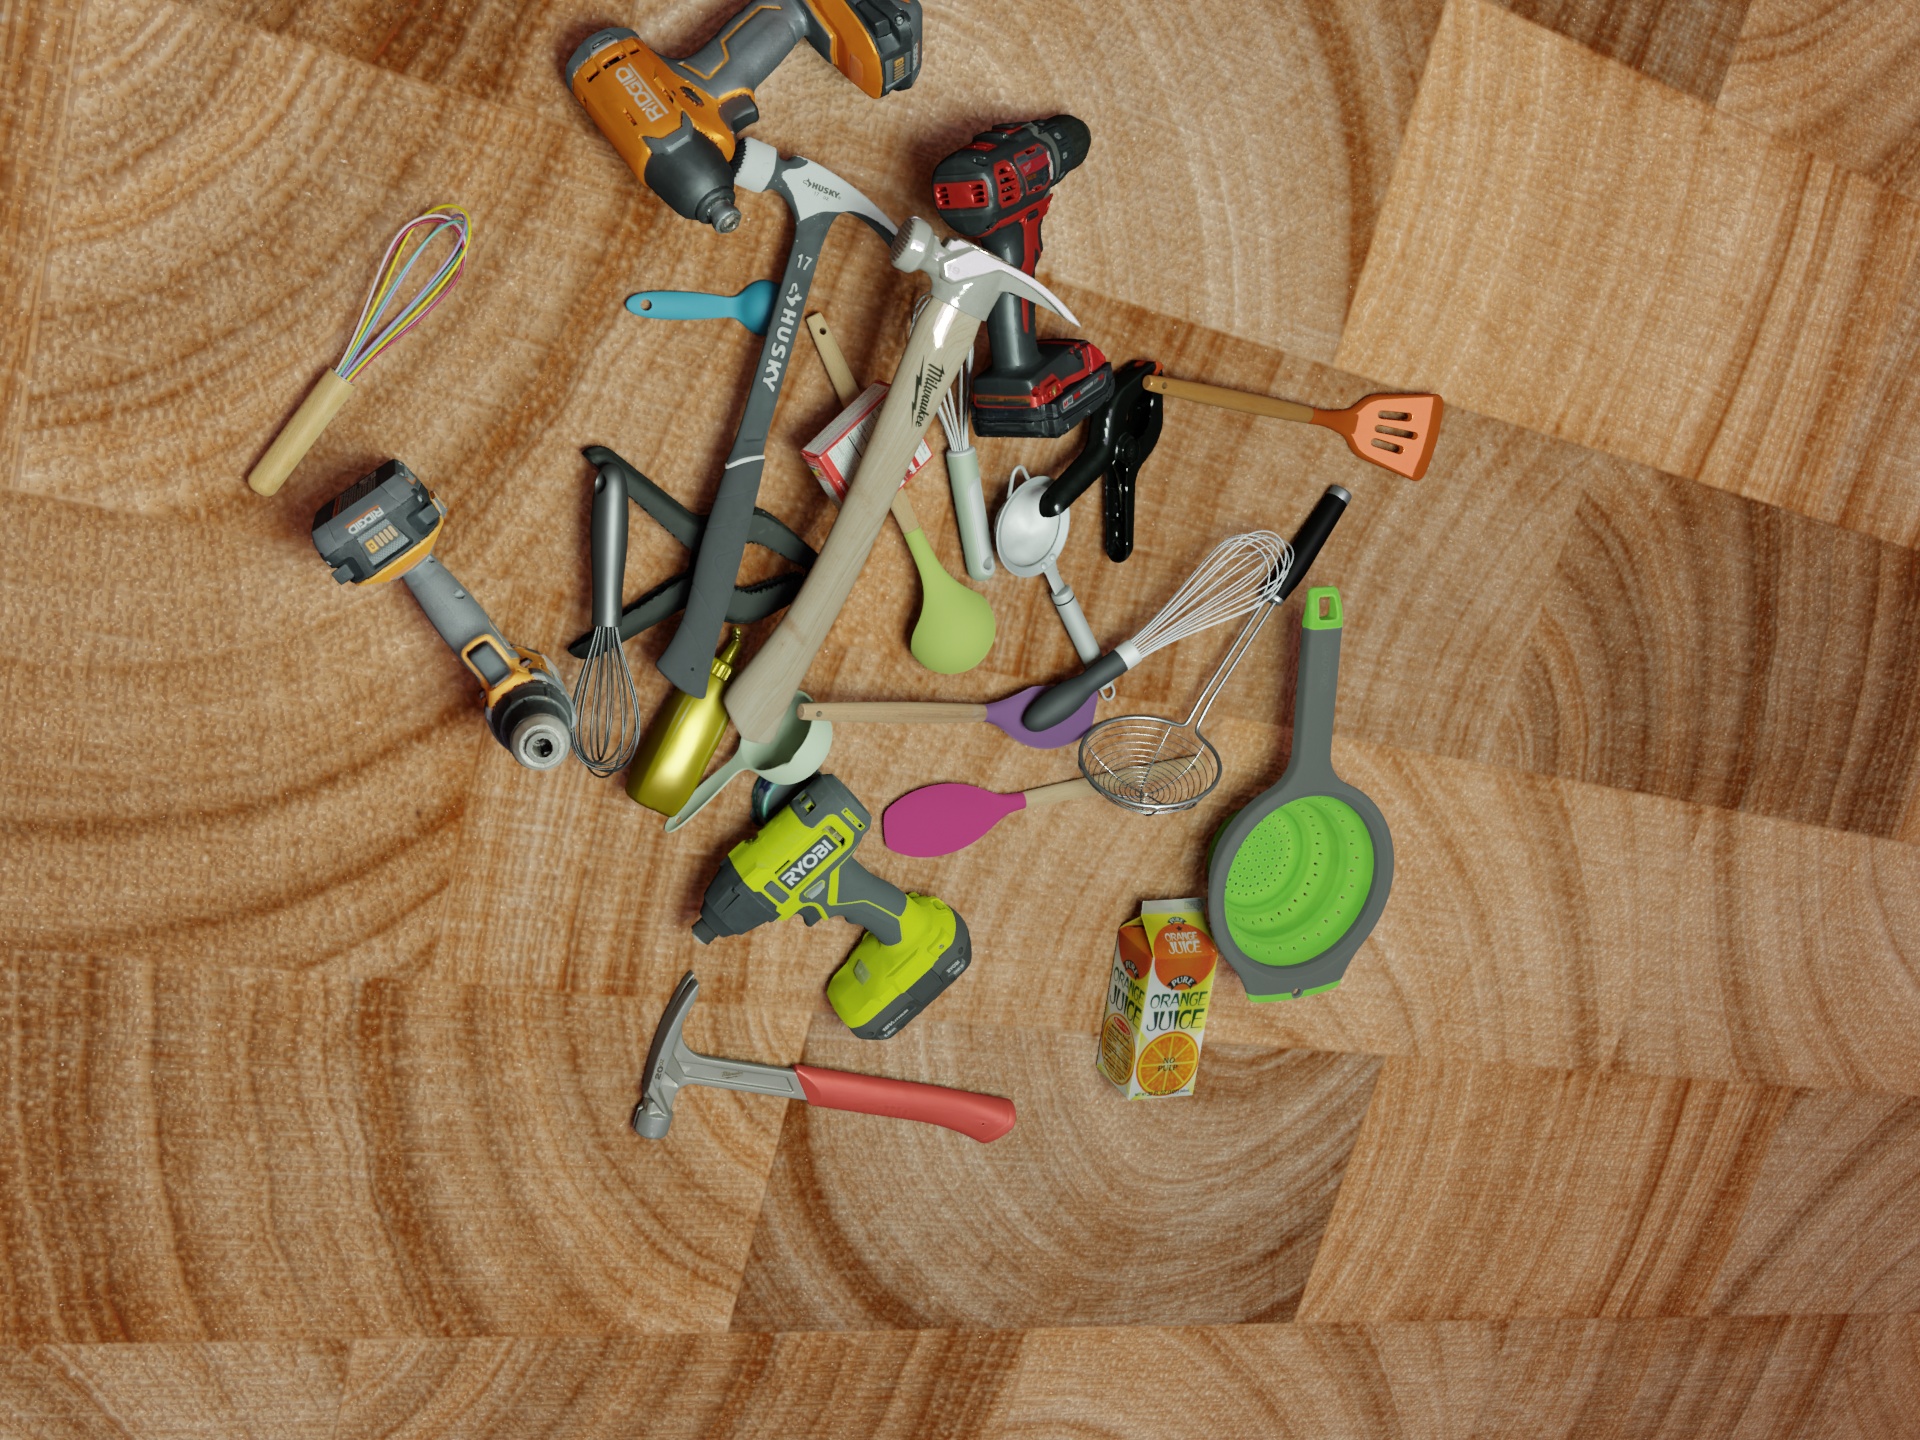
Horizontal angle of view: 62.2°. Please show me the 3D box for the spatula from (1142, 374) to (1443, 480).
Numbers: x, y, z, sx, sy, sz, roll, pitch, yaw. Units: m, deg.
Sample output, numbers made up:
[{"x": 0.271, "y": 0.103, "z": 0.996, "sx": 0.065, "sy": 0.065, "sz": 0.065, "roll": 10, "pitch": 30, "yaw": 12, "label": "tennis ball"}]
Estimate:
[{"x": 0.294, "y": -0.272, "z": 1.398, "sx": 0.322, "sy": 0.041, "sz": 0.081, "roll": 3, "pitch": 106, "yaw": -32, "label": "spatula"}]

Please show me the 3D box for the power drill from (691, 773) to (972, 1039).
[{"x": -0.107, "y": 0.168, "z": 1.343, "sx": 0.171, "sy": 0.080, "sz": 0.223, "roll": -43, "pitch": 126, "yaw": -1, "label": "power drill"}]

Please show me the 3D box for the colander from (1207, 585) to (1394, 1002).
[{"x": 0.306, "y": 0.063, "z": 1.497, "sx": 0.204, "sy": 0.095, "sz": 0.397, "roll": -5, "pitch": 107, "yaw": -23, "label": "colander"}]

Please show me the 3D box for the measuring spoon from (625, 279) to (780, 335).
[{"x": -0.187, "y": -0.311, "z": 1.199, "sx": 0.128, "sy": 0.021, "sz": 0.042, "roll": -5, "pitch": 109, "yaw": -24, "label": "measuring spoon"}]

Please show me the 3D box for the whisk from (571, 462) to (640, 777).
[{"x": -0.266, "y": -0.073, "z": 1.198, "sx": 0.055, "sy": 0.055, "sz": 0.239, "roll": -1, "pitch": 102, "yaw": -23, "label": "whisk"}]

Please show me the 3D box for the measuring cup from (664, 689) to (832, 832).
[{"x": -0.173, "y": 0.045, "z": 1.308, "sx": 0.167, "sy": 0.083, "sz": 0.038, "roll": -40, "pitch": 135, "yaw": 12, "label": "measuring cup"}]

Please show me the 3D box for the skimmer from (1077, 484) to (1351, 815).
[{"x": 0.241, "y": -0.071, "z": 1.424, "sx": 0.363, "sy": 0.127, "sz": 0.090, "roll": -56, "pitch": 150, "yaw": -5, "label": "skimmer"}]

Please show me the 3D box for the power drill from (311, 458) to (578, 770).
[{"x": -0.353, "y": -0.065, "z": 1.121, "sx": 0.084, "sy": 0.185, "sz": 0.226, "roll": -37, "pitch": 114, "yaw": -7, "label": "power drill"}]

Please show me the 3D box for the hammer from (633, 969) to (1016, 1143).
[{"x": -0.107, "y": 0.326, "z": 1.438, "sx": 0.358, "sy": 0.037, "sz": 0.149, "roll": 15, "pitch": 100, "yaw": -26, "label": "hammer"}]

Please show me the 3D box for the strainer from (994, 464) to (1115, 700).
[{"x": 0.083, "y": -0.114, "z": 1.372, "sx": 0.087, "sy": 0.050, "sz": 0.258, "roll": -44, "pitch": 125, "yaw": -23, "label": "strainer"}]

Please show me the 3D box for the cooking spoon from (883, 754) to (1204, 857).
[{"x": 0.080, "y": 0.068, "z": 1.443, "sx": 0.319, "sy": 0.017, "sz": 0.068, "roll": -11, "pitch": 112, "yaw": -19, "label": "cooking spoon"}]

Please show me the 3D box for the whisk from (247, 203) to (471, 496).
[{"x": -0.420, "y": -0.259, "z": 1.112, "sx": 0.047, "sy": 0.051, "sz": 0.245, "roll": 38, "pitch": 94, "yaw": -8, "label": "whisk"}]

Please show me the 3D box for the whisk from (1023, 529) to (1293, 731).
[{"x": 0.172, "y": -0.075, "z": 1.387, "sx": 0.284, "sy": 0.070, "sz": 0.070, "roll": -35, "pitch": 117, "yaw": -6, "label": "whisk"}]

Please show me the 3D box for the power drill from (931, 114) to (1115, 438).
[{"x": 0.060, "y": -0.352, "z": 1.240, "sx": 0.188, "sy": 0.080, "sz": 0.226, "roll": -44, "pitch": 132, "yaw": -46, "label": "power drill"}]

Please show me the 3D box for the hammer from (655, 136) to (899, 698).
[{"x": -0.154, "y": -0.215, "z": 1.205, "sx": 0.149, "sy": 0.036, "sz": 0.409, "roll": 13, "pitch": 96, "yaw": -30, "label": "hammer"}]

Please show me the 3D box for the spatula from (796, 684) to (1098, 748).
[{"x": -0.002, "y": -0.004, "z": 1.349, "sx": 0.315, "sy": 0.018, "sz": 0.059, "roll": 1, "pitch": 106, "yaw": -38, "label": "spatula"}]

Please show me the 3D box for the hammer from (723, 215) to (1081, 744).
[{"x": -0.063, "y": -0.157, "z": 1.193, "sx": 0.146, "sy": 0.038, "sz": 0.410, "roll": 20, "pitch": 110, "yaw": -24, "label": "hammer"}]

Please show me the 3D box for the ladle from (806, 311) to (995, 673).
[{"x": -0.055, "y": -0.180, "z": 1.297, "sx": 0.078, "sy": 0.062, "sz": 0.320, "roll": -30, "pitch": 109, "yaw": -14, "label": "ladle"}]

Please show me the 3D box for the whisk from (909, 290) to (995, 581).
[{"x": 0.000, "y": -0.227, "z": 1.297, "sx": 0.058, "sy": 0.059, "sz": 0.246, "roll": -36, "pitch": 126, "yaw": -40, "label": "whisk"}]

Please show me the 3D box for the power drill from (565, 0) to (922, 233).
[{"x": -0.138, "y": -0.445, "z": 1.110, "sx": 0.226, "sy": 0.084, "sz": 0.164, "roll": -34, "pitch": 79, "yaw": -10, "label": "power drill"}]
